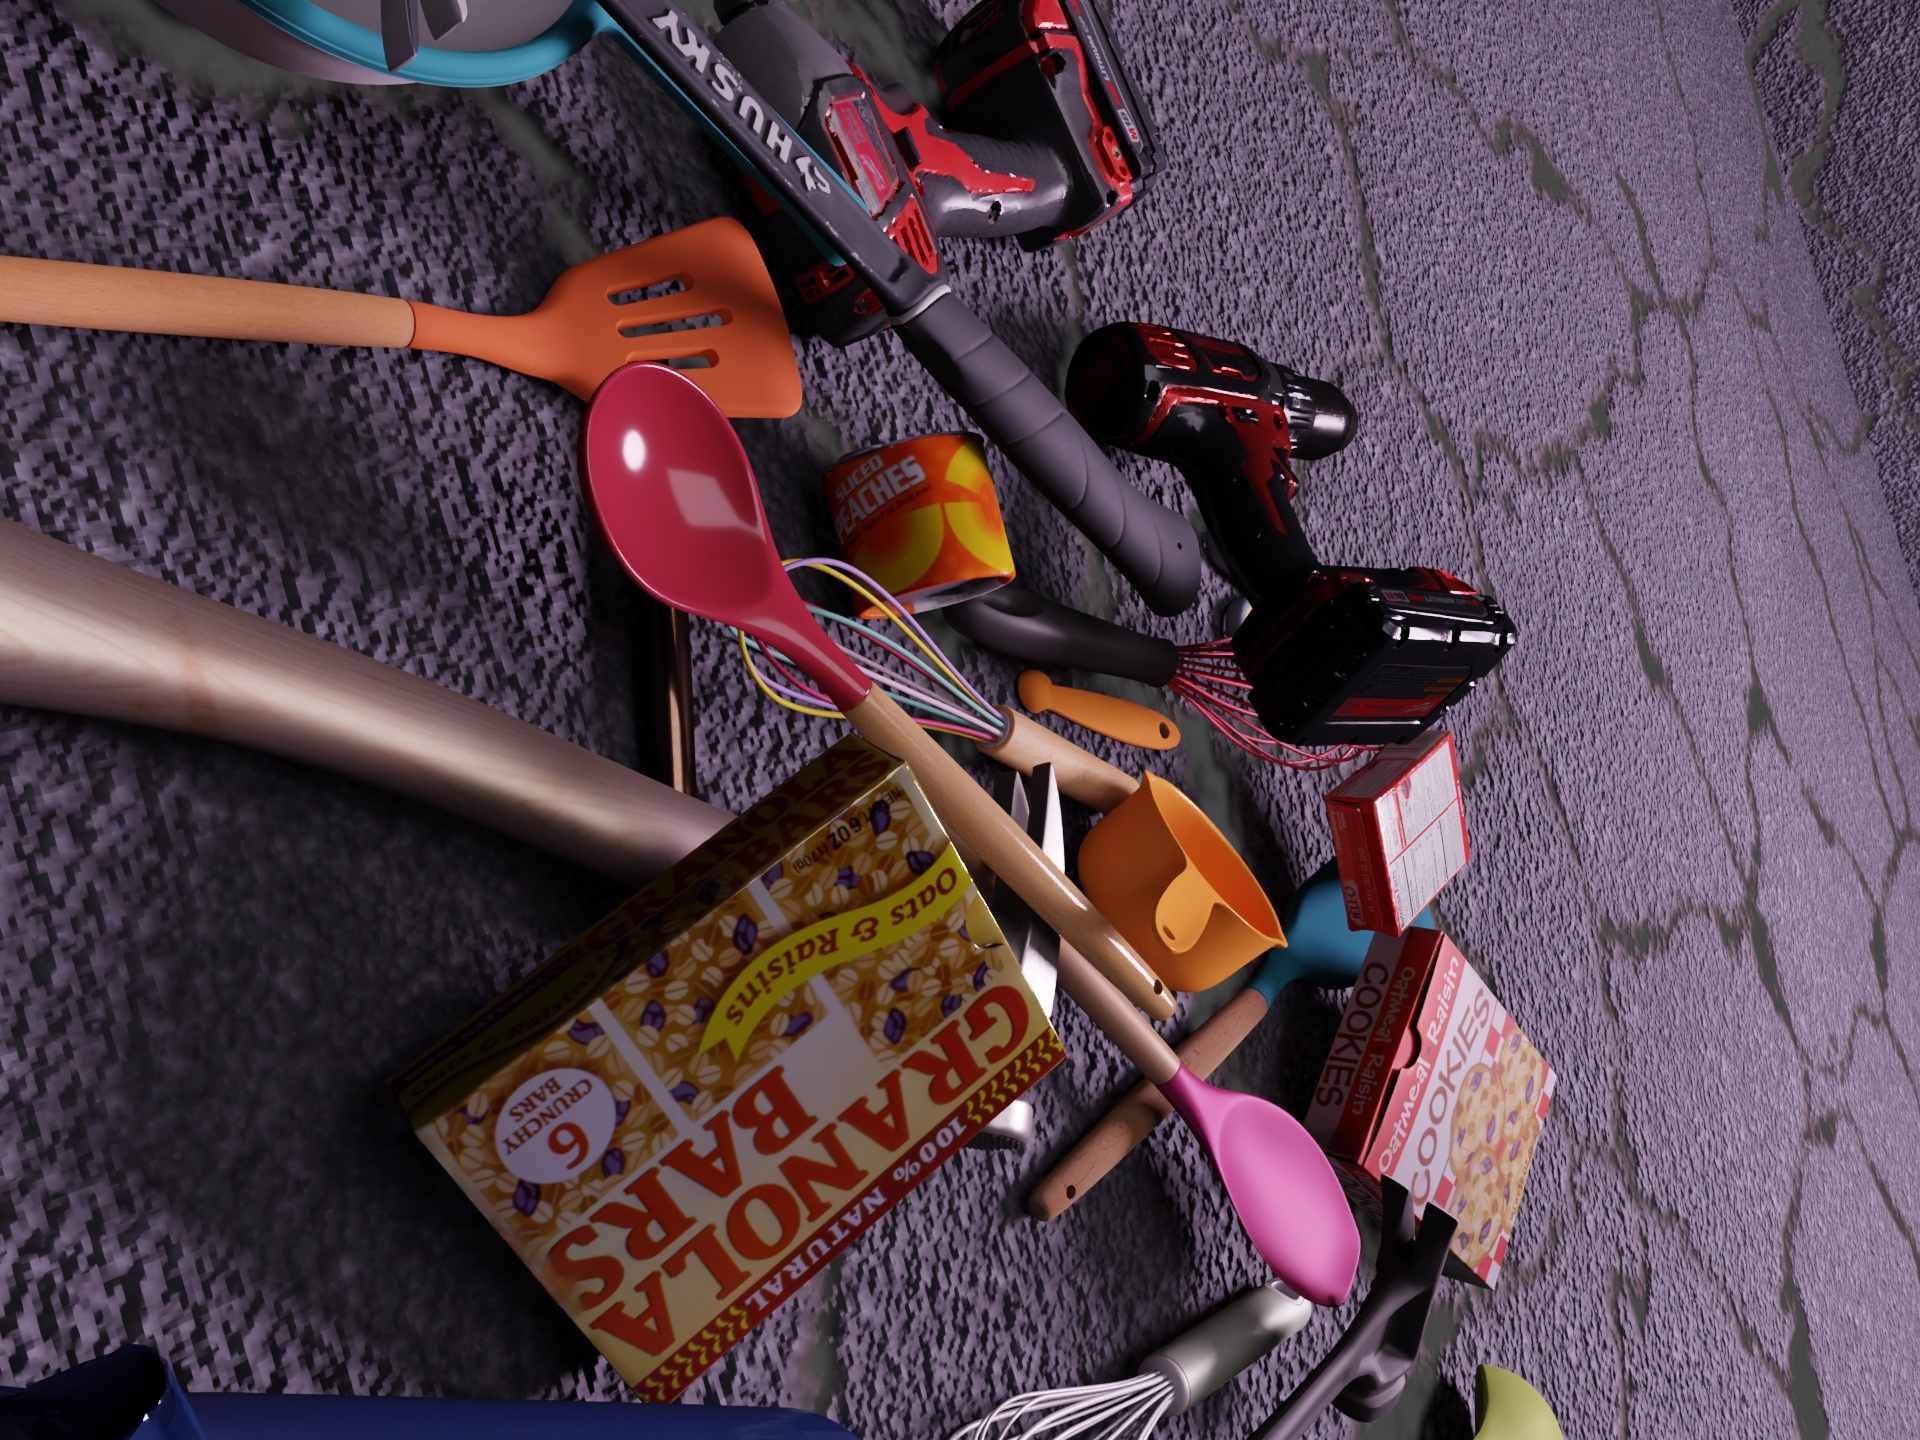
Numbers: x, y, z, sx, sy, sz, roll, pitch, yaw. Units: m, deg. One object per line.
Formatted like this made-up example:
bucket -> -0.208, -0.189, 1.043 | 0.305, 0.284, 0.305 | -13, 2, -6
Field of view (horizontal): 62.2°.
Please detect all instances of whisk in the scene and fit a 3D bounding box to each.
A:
whisk -> 0.076, 0.268, 0.632 | 0.246, 0.058, 0.059 | -3, 113, -51
whisk -> 0.107, -0.024, 0.753 | 0.295, 0.073, 0.073 | 12, 68, -39
whisk -> -0.002, 0.000, 0.636 | 0.244, 0.051, 0.047 | 28, 48, -46

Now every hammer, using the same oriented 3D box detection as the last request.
hammer -> 0.073, 0.298, 0.567 | 0.337, 0.034, 0.127 | -28, 134, -39
hammer -> -0.119, 0.016, 0.483 | 0.410, 0.038, 0.146 | 27, 59, -37
hammer -> -0.026, -0.153, 0.552 | 0.408, 0.036, 0.149 | 39, 49, -41

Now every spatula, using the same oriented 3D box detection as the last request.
spatula -> -0.097, 0.019, 0.542 | 0.059, 0.018, 0.316 | 6, 74, -46
spatula -> 0.132, 0.139, 0.732 | 0.317, 0.044, 0.082 | -28, 103, -47
spatula -> -0.186, -0.126, 0.477 | 0.322, 0.041, 0.081 | -9, 78, -48

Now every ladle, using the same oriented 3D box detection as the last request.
ladle -> -0.018, 0.007, 0.543 | 0.315, 0.031, 0.069 | 47, 51, -25
ladle -> 0.175, 0.348, 0.719 | 0.320, 0.062, 0.078 | 10, 75, -38

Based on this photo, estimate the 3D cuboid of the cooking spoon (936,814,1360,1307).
cooking spoon -> 0.069, 0.128, 0.657 | 0.318, 0.017, 0.069 | 49, 45, -14

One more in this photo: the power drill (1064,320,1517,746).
power drill -> 0.167, -0.099, 0.772 | 0.187, 0.080, 0.227 | 0, 51, -40

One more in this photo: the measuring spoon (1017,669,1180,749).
measuring spoon -> 0.068, -0.004, 0.736 | 0.116, 0.011, 0.021 | 16, 65, -44

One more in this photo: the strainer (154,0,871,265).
strainer -> -0.166, -0.248, 0.509 | 0.340, 0.095, 0.211 | 36, 55, -43

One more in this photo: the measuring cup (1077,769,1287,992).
measuring cup -> 0.079, 0.079, 0.644 | 0.095, 0.052, 0.173 | 51, 18, 4

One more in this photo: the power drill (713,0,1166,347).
power drill -> -0.012, -0.257, 0.690 | 0.220, 0.078, 0.143 | -36, 104, -44
